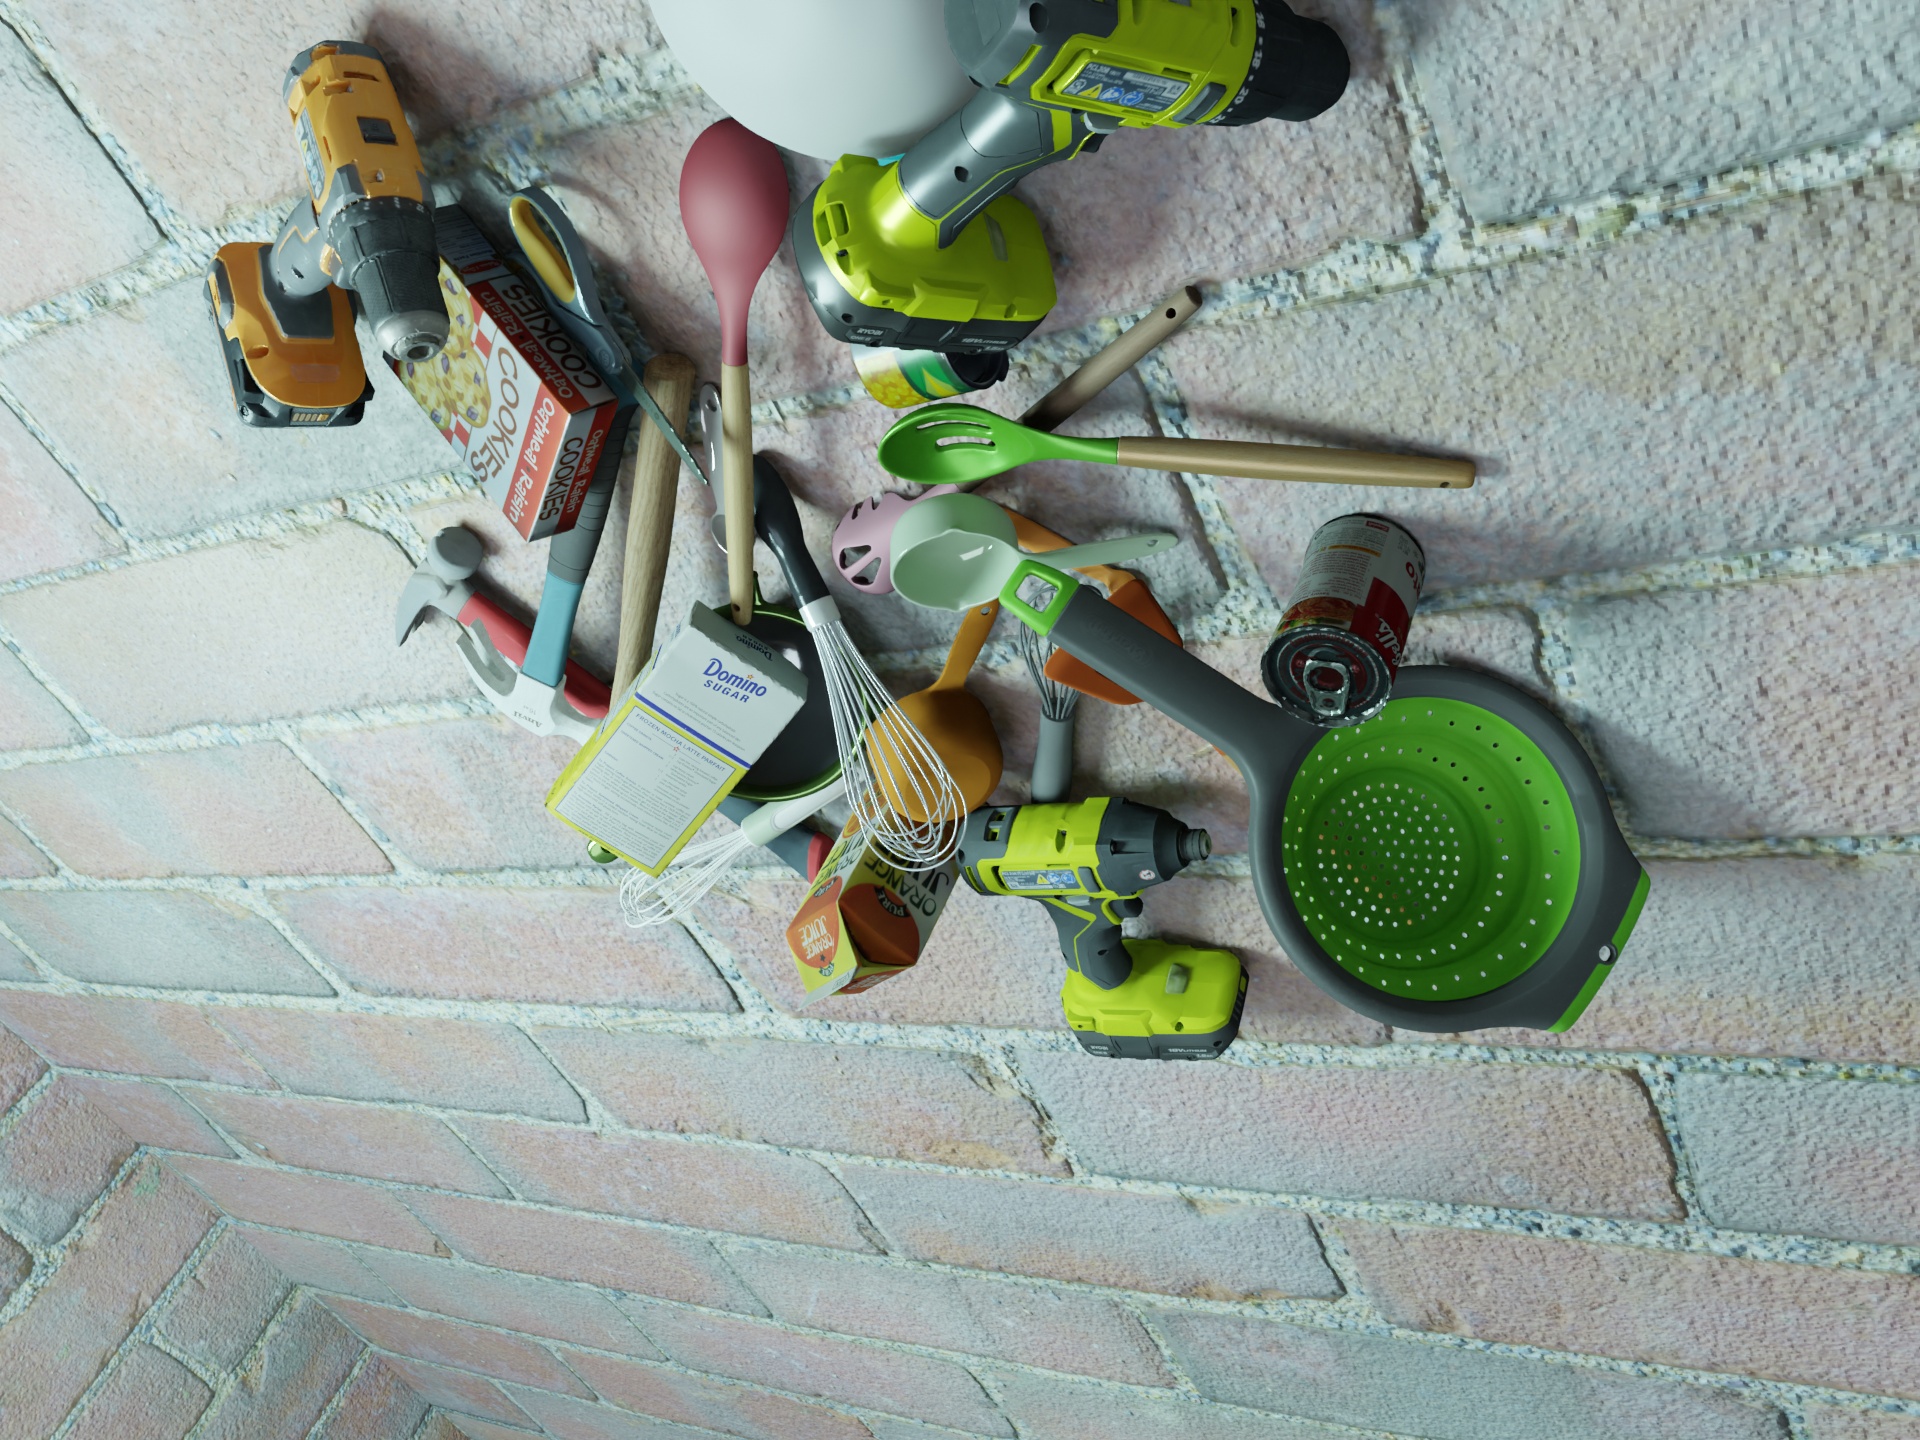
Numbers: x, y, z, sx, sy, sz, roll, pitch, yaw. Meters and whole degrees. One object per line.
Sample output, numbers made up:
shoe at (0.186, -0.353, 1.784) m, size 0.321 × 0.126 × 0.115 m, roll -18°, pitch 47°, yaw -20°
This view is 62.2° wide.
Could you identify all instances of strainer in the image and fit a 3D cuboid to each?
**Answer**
strainer at (-0.170, 0.008, 1.111) m, size 0.256 × 0.069 × 0.151 m, roll -40°, pitch 111°, yaw 22°
strainer at (-0.117, -0.378, 0.710) m, size 0.340 × 0.095 × 0.211 m, roll 38°, pitch 139°, yaw -12°

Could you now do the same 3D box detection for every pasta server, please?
pasta server at (0.022, -0.154, 0.912) m, size 0.060 × 0.040 × 0.316 m, roll 49°, pitch 132°, yaw -9°

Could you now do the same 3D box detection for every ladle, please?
ladle at (-0.131, -0.187, 0.928) m, size 0.069 × 0.031 × 0.315 m, roll 20°, pitch 131°, yaw 19°

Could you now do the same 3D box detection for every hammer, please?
hammer at (-0.264, -0.111, 1.082) m, size 0.128 × 0.033 × 0.330 m, roll 25°, pitch 131°, yaw -2°
hammer at (-0.210, -0.092, 1.060) m, size 0.031 × 0.130 × 0.331 m, roll 26°, pitch 129°, yaw 12°
hammer at (-0.263, 0.009, 1.235) m, size 0.386 × 0.038 × 0.143 m, roll 38°, pitch 140°, yaw -10°

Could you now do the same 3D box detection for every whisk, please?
whisk at (0.061, -0.004, 1.029) m, size 0.055 × 0.055 × 0.238 m, roll 17°, pitch 142°, yaw 14°
whisk at (-0.163, 0.089, 1.196) m, size 0.246 × 0.059 × 0.057 m, roll -33°, pitch 122°, yaw 20°
whisk at (-0.073, -0.038, 0.997) m, size 0.070 × 0.070 × 0.284 m, roll -25°, pitch 89°, yaw 44°

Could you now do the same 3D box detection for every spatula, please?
spatula at (0.186, 0.035, 0.997) m, size 0.322 × 0.041 × 0.081 m, roll 41°, pitch 103°, yaw -17°

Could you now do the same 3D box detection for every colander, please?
colander at (0.193, 0.031, 0.926) m, size 0.397 × 0.204 × 0.094 m, roll 33°, pitch 172°, yaw 3°

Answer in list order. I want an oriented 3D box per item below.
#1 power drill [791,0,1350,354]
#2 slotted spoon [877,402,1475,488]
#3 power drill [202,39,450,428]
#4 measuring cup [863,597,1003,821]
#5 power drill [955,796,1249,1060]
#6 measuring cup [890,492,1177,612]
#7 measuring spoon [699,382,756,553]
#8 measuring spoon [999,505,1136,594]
power drill at (0.043, -0.254, 0.714) m, size 0.228 × 0.190 × 0.080 m, roll -30°, pitch 70°, yaw 52°
slotted spoon at (0.110, -0.141, 0.845) m, size 0.314 × 0.031 × 0.070 m, roll 6°, pitch 157°, yaw 12°
power drill at (-0.370, -0.254, 0.941) m, size 0.226 × 0.084 × 0.185 m, roll -34°, pitch 72°, yaw 47°
measuring cup at (-0.002, -0.003, 1.039) m, size 0.095 × 0.052 × 0.173 m, roll 4°, pitch 132°, yaw -24°
power drill at (0.114, 0.142, 1.105) m, size 0.171 × 0.080 × 0.223 m, roll -4°, pitch 134°, yaw 28°
measuring cup at (0.041, -0.106, 0.925) m, size 0.167 × 0.038 × 0.083 m, roll -7°, pitch 150°, yaw -2°
measuring spoon at (-0.148, -0.160, 1.017) m, size 0.034 × 0.018 × 0.124 m, roll 20°, pitch 133°, yaw 28°
measuring spoon at (0.053, -0.102, 0.957) m, size 0.117 × 0.011 × 0.021 m, roll 28°, pitch 140°, yaw 4°
